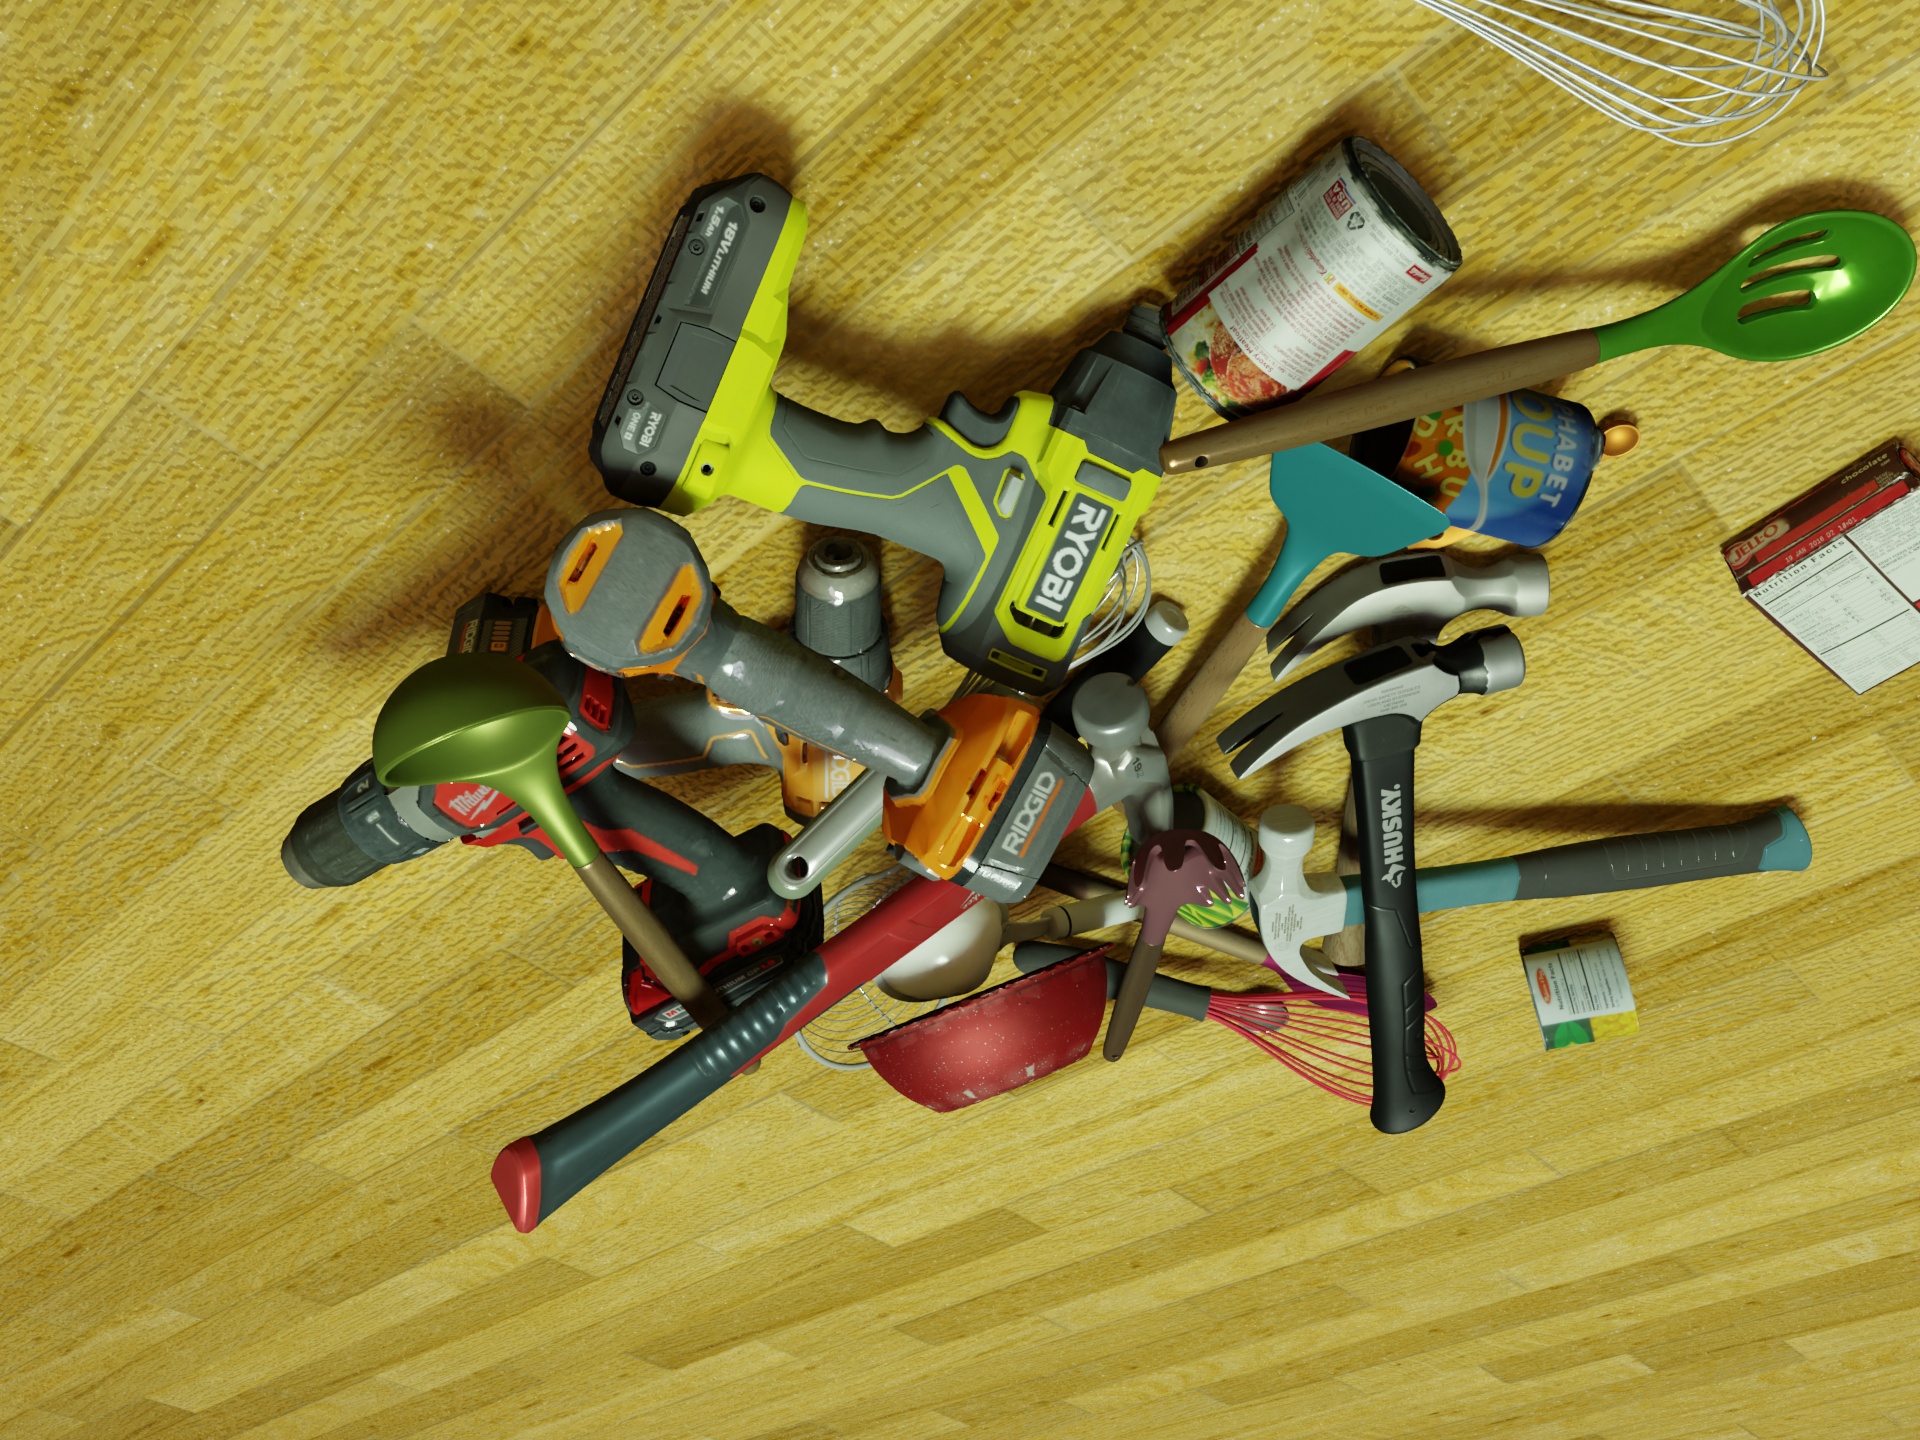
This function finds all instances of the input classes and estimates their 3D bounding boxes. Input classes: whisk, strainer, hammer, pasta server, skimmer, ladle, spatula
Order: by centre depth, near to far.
[{"bbox_3d":[0.165,-0.260,0.550,0.284,0.070,0.070,12,137,-5],"label":"whisk"},{"bbox_3d":[-0.156,0.085,0.717,0.078,0.062,0.319,-23,134,2],"label":"ladle"},{"bbox_3d":[-0.001,-0.002,0.769,0.246,0.059,0.058,-44,84,0],"label":"whisk"},{"bbox_3d":[0.133,-0.031,0.791,0.082,0.044,0.317,30,142,2],"label":"spatula"},{"bbox_3d":[-0.054,0.129,0.794,0.386,0.038,0.143,-35,142,-12],"label":"hammer"},{"bbox_3d":[0.225,0.105,0.851,0.146,0.035,0.334,-15,126,-2],"label":"hammer"},{"bbox_3d":[0.231,0.036,0.889,0.130,0.031,0.331,-2,138,4],"label":"hammer"},{"bbox_3d":[0.018,0.076,0.895,0.127,0.090,0.363,6,141,-38],"label":"skimmer"},{"bbox_3d":[0.324,0.087,0.898,0.331,0.033,0.128,-7,126,-7],"label":"hammer"},{"bbox_3d":[0.049,0.118,0.913,0.258,0.050,0.086,-9,125,-32],"label":"strainer"},{"bbox_3d":[0.108,0.142,0.920,0.060,0.040,0.316,0,147,-3],"label":"pasta server"},{"bbox_3d":[0.177,0.188,1.025,0.296,0.073,0.073,15,137,2],"label":"whisk"}]

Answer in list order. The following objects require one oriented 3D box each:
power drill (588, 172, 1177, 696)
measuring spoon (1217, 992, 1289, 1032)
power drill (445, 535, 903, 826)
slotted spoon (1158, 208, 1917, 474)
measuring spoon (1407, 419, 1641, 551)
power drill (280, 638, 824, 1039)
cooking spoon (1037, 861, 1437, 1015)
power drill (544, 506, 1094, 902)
[{"bbox_3d":[-0.024,-0.126,0.658,0.223,0.080,0.171,21,99,-21],"label":"power drill"},{"bbox_3d":[0.160,0.186,1.072,0.124,0.018,0.034,11,134,-1],"label":"measuring spoon"},{"bbox_3d":[-0.142,-0.017,0.809,0.226,0.084,0.185,0,138,-5],"label":"power drill"},{"bbox_3d":[0.230,-0.147,0.642,0.313,0.031,0.070,-16,136,-3],"label":"slotted spoon"},{"bbox_3d":[0.262,-0.110,0.747,0.117,0.011,0.021,-29,133,33],"label":"measuring spoon"},{"bbox_3d":[-0.195,0.070,0.784,0.188,0.080,0.226,-28,132,18],"label":"power drill"},{"bbox_3d":[0.172,0.140,1.014,0.318,0.017,0.068,21,148,-20],"label":"cooking spoon"},{"bbox_3d":[-0.070,-0.011,0.681,0.226,0.084,0.164,30,175,-13],"label":"power drill"}]
